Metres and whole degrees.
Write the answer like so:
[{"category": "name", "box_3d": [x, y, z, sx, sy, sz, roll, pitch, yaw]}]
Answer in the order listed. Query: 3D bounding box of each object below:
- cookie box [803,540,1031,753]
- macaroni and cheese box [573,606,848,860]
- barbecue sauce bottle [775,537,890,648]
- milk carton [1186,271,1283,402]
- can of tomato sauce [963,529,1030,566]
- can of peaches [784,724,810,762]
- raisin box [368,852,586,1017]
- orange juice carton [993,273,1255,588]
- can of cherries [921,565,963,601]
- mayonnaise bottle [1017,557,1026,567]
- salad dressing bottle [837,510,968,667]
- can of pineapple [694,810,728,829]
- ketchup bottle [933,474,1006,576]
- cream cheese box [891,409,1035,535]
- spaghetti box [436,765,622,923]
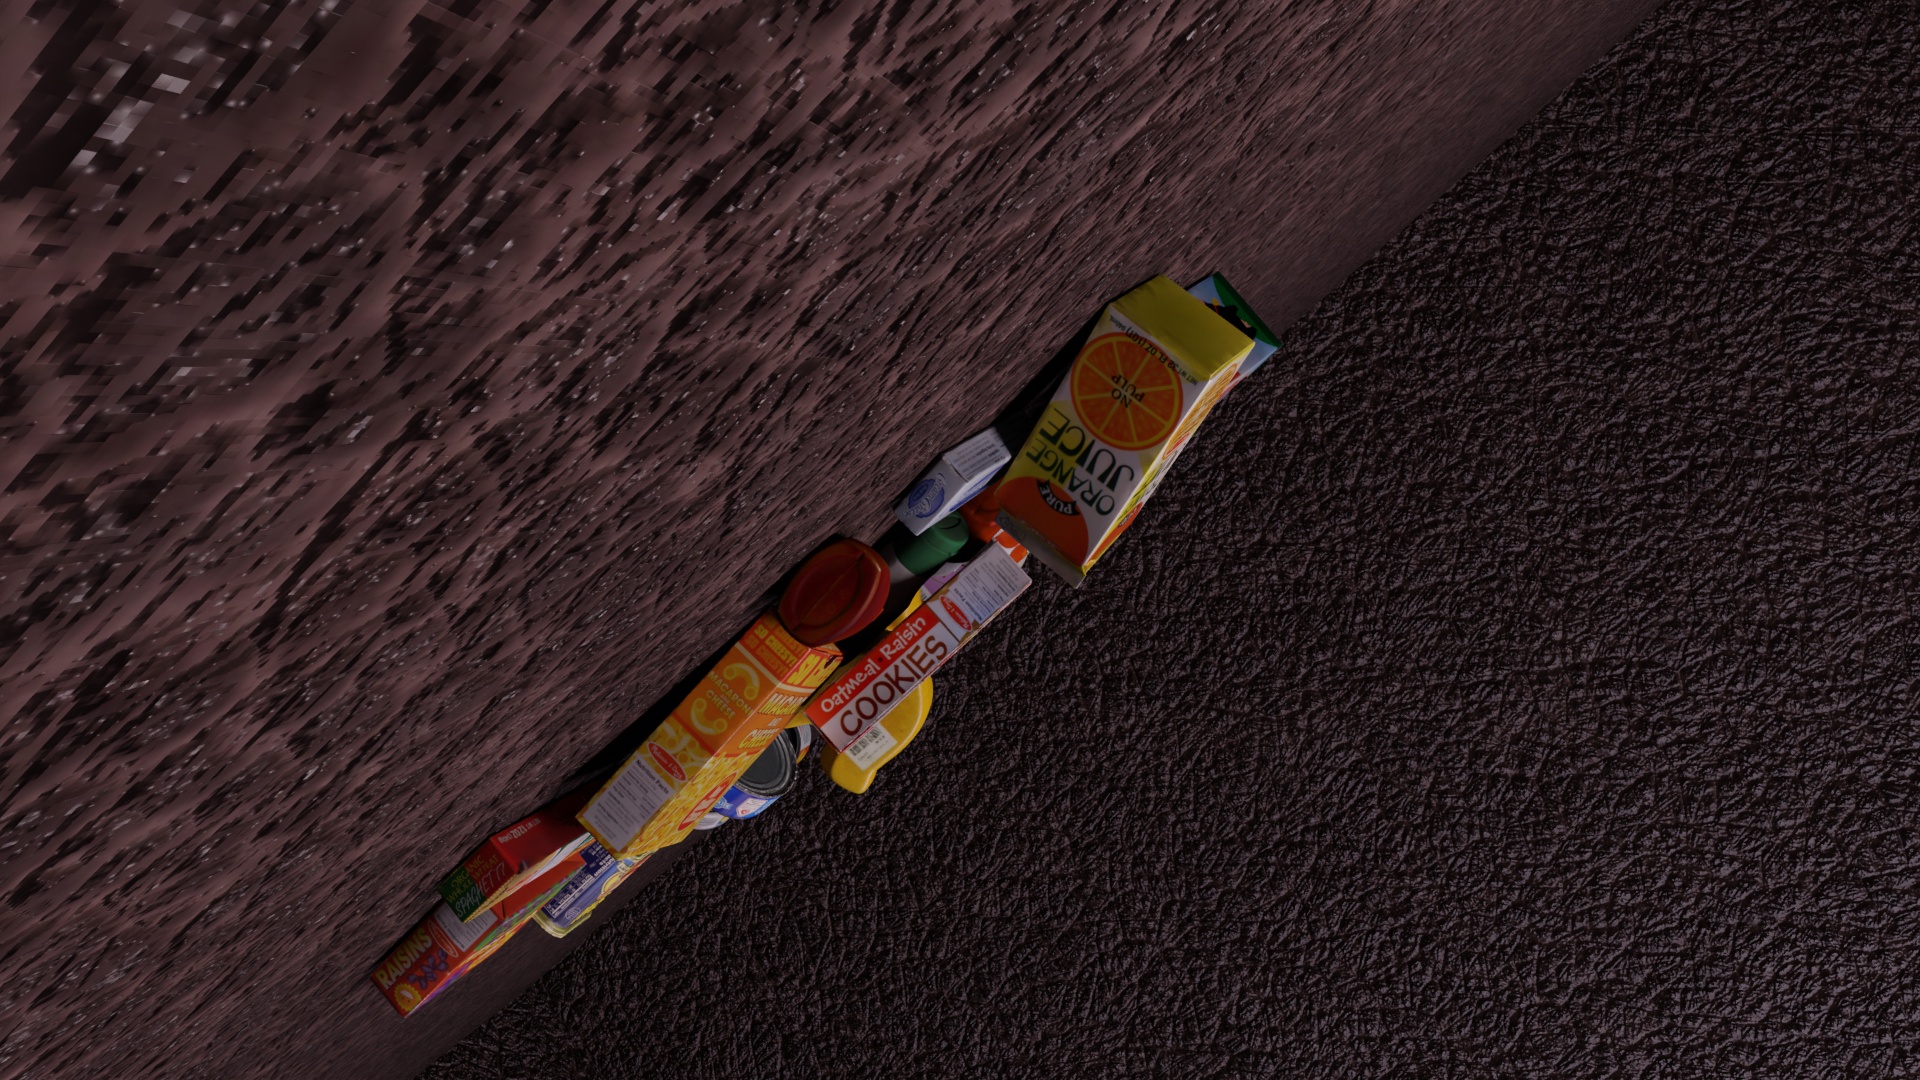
[{"category": "cookie box", "box_3d": [-0.028, 0.071, 0.946, 0.167, 0.040, 0.123, -41, 179, -2]}, {"category": "macaroni and cheese box", "box_3d": [-0.147, 0.118, 0.857, 0.166, 0.040, 0.123, -47, 171, -1]}, {"category": "barbecue sauce bottle", "box_3d": [-0.068, 0.032, 0.816, 0.065, 0.044, 0.148, -48, 177, -1]}, {"category": "milk carton", "box_3d": [0.137, -0.112, 0.946, 0.191, 0.073, 0.072, -36, 173, -46]}, {"category": "can of tomato sauce", "box_3d": [0.038, -0.017, 1.076, 0.083, 0.071, 0.071, -37, 175, -29]}, {"category": "can of peaches", "box_3d": [-0.179, 0.187, 1.305, 0.071, 0.071, 0.058, -41, 176, 2]}, {"category": "raisin box", "box_3d": [-0.313, 0.245, 0.900, 0.123, 0.040, 0.086, -44, 175, 24]}, {"category": "orange juice carton", "box_3d": [0.086, -0.056, 0.828, 0.073, 0.072, 0.191, -36, 162, -51]}, {"category": "can of cherries", "box_3d": [-0.024, 0.039, 1.184, 0.071, 0.058, 0.071, -41, 175, -4]}, {"category": "mayonnaise bottle", "box_3d": [0.051, -0.021, 1.221, 0.041, 0.065, 0.147, -35, 169, -45]}, {"category": "salad dressing bottle", "box_3d": [-0.052, 0.030, 0.937, 0.147, 0.044, 0.064, -43, 164, 33]}, {"category": "can of pineapple", "box_3d": [-0.218, 0.209, 1.195, 0.071, 0.071, 0.057, -38, 175, -28]}, {"category": "ketchup bottle", "box_3d": [0.004, -0.012, 0.988, 0.065, 0.043, 0.148, -49, 180, -26]}, {"category": "cream cheese box", "box_3d": [0.006, -0.042, 0.834, 0.053, 0.024, 0.104, -45, 174, 35]}, {"category": "spaghetti box", "box_3d": [-0.243, 0.179, 0.896, 0.050, 0.029, 0.250, -42, 176, 13]}]
